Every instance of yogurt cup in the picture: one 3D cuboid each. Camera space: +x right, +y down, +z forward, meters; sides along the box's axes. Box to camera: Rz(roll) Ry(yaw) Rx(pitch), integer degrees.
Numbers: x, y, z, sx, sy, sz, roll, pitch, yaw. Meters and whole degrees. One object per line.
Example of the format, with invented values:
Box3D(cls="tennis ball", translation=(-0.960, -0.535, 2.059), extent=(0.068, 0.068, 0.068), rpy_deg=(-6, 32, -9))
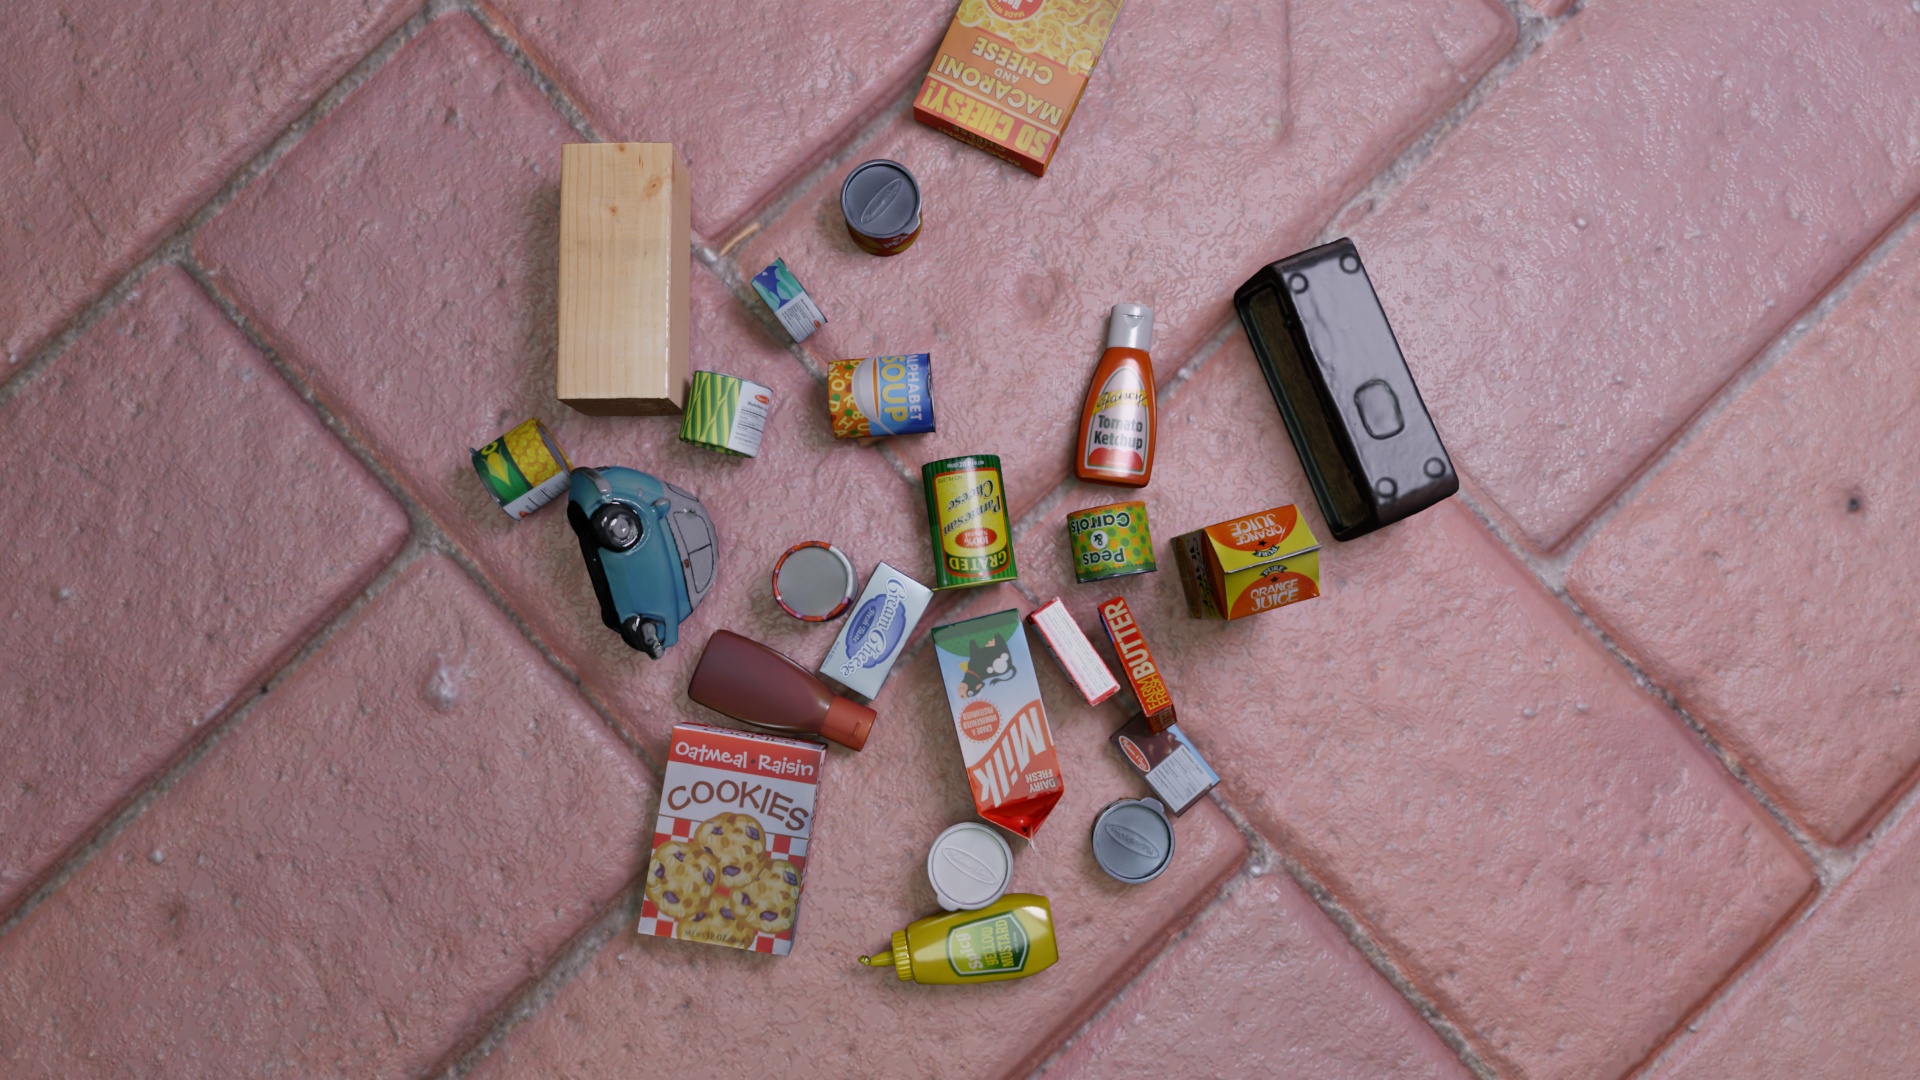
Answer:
Box3D(cls="yogurt cup", translation=(0.007, 0.257, 1.114), extent=(0.072, 0.054, 0.072), rpy_deg=(0, 86, 0))

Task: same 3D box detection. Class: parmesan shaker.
Box3D(cls="parmesan shaker", translation=(0.004, -0.014, 1.129), extent=(0.071, 0.071, 0.103), rpy_deg=(-8, 86, -1))

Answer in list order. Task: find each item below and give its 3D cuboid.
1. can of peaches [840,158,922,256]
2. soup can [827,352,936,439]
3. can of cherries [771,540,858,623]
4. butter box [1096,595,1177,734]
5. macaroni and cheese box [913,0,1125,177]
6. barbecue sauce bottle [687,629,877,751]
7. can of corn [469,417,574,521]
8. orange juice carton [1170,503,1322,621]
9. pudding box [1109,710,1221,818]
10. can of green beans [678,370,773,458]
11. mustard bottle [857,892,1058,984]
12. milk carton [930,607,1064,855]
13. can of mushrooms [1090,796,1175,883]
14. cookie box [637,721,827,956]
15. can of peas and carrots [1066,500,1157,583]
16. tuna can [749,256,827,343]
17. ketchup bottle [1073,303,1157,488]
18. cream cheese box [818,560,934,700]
Box3D(cls="can of peaches", translation=(-0.063, -0.273, 1.153), extent=(0.071, 0.058, 0.071), rpy_deg=(0, 86, -1))
Box3D(cls="soup can", translation=(-0.064, -0.118, 1.134), extent=(0.084, 0.071, 0.071), rpy_deg=(-5, 86, 0))
Box3D(cls="can of cherries", translation=(-0.120, 0.035, 1.129), extent=(0.071, 0.058, 0.071), rpy_deg=(0, 86, -1))
Box3D(cls="butter box", translation=(0.141, 0.099, 1.110), extent=(0.024, 0.053, 0.104), rpy_deg=(-23, 62, 2))
Box3D(cls="macaroni and cheese box", translation=(0.050, -0.408, 1.172), extent=(0.124, 0.040, 0.166), rpy_deg=(25, 86, 2))
Box3D(cls="barbecue sauce bottle", translation=(-0.142, 0.127, 1.130), extent=(0.148, 0.043, 0.065), rpy_deg=(23, 86, 1))
Box3D(cls="can of corn", translation=(-0.355, -0.061, 1.132), extent=(0.058, 0.071, 0.071), rpy_deg=(-32, 87, -3))
Box3D(cls="orange juice carton", translation=(0.218, 0.018, 1.063), extent=(0.072, 0.192, 0.073), rpy_deg=(-14, 87, -2))
Box3D(cls="pudding box", translation=(0.167, 0.178, 1.133), extent=(0.049, 0.030, 0.084), rpy_deg=(-40, 87, -2))
Box3D(cls="can of green beans", translation=(-0.192, -0.103, 1.136), extent=(0.071, 0.071, 0.058), rpy_deg=(13, 87, 1))
Box3D(cls="mustard bottle", translation=(-0.003, 0.325, 1.112), extent=(0.160, 0.049, 0.065), rpy_deg=(-11, 84, -1))
Box3D(cls="milk carton", translation=(0.034, 0.154, 1.113), extent=(0.073, 0.072, 0.190), rpy_deg=(-14, 86, -1))
Box3D(cls="can of mushrooms", translation=(0.140, 0.240, 1.126), extent=(0.071, 0.033, 0.071), rpy_deg=(0, 86, 1))
Box3D(cls="cookie box", translation=(-0.183, 0.239, 1.123), extent=(0.123, 0.040, 0.167), rpy_deg=(9, 87, 1))
Box3D(cls="can of peas and carrots", translation=(0.121, 0.002, 1.126), extent=(0.071, 0.071, 0.058), rpy_deg=(-9, 86, -1))
Box3D(cls="tuna can", translation=(-0.143, -0.199, 1.144), extent=(0.033, 0.071, 0.071), rpy_deg=(-37, 87, -1))
Box3D(cls="ketchup bottle", translation=(0.133, -0.120, 1.149), extent=(0.065, 0.043, 0.149), rpy_deg=(8, 85, 1))
Box3D(cls="cream cheese box", translation=(-0.068, 0.074, 1.142), extent=(0.053, 0.024, 0.104), rpy_deg=(29, 87, -3))
